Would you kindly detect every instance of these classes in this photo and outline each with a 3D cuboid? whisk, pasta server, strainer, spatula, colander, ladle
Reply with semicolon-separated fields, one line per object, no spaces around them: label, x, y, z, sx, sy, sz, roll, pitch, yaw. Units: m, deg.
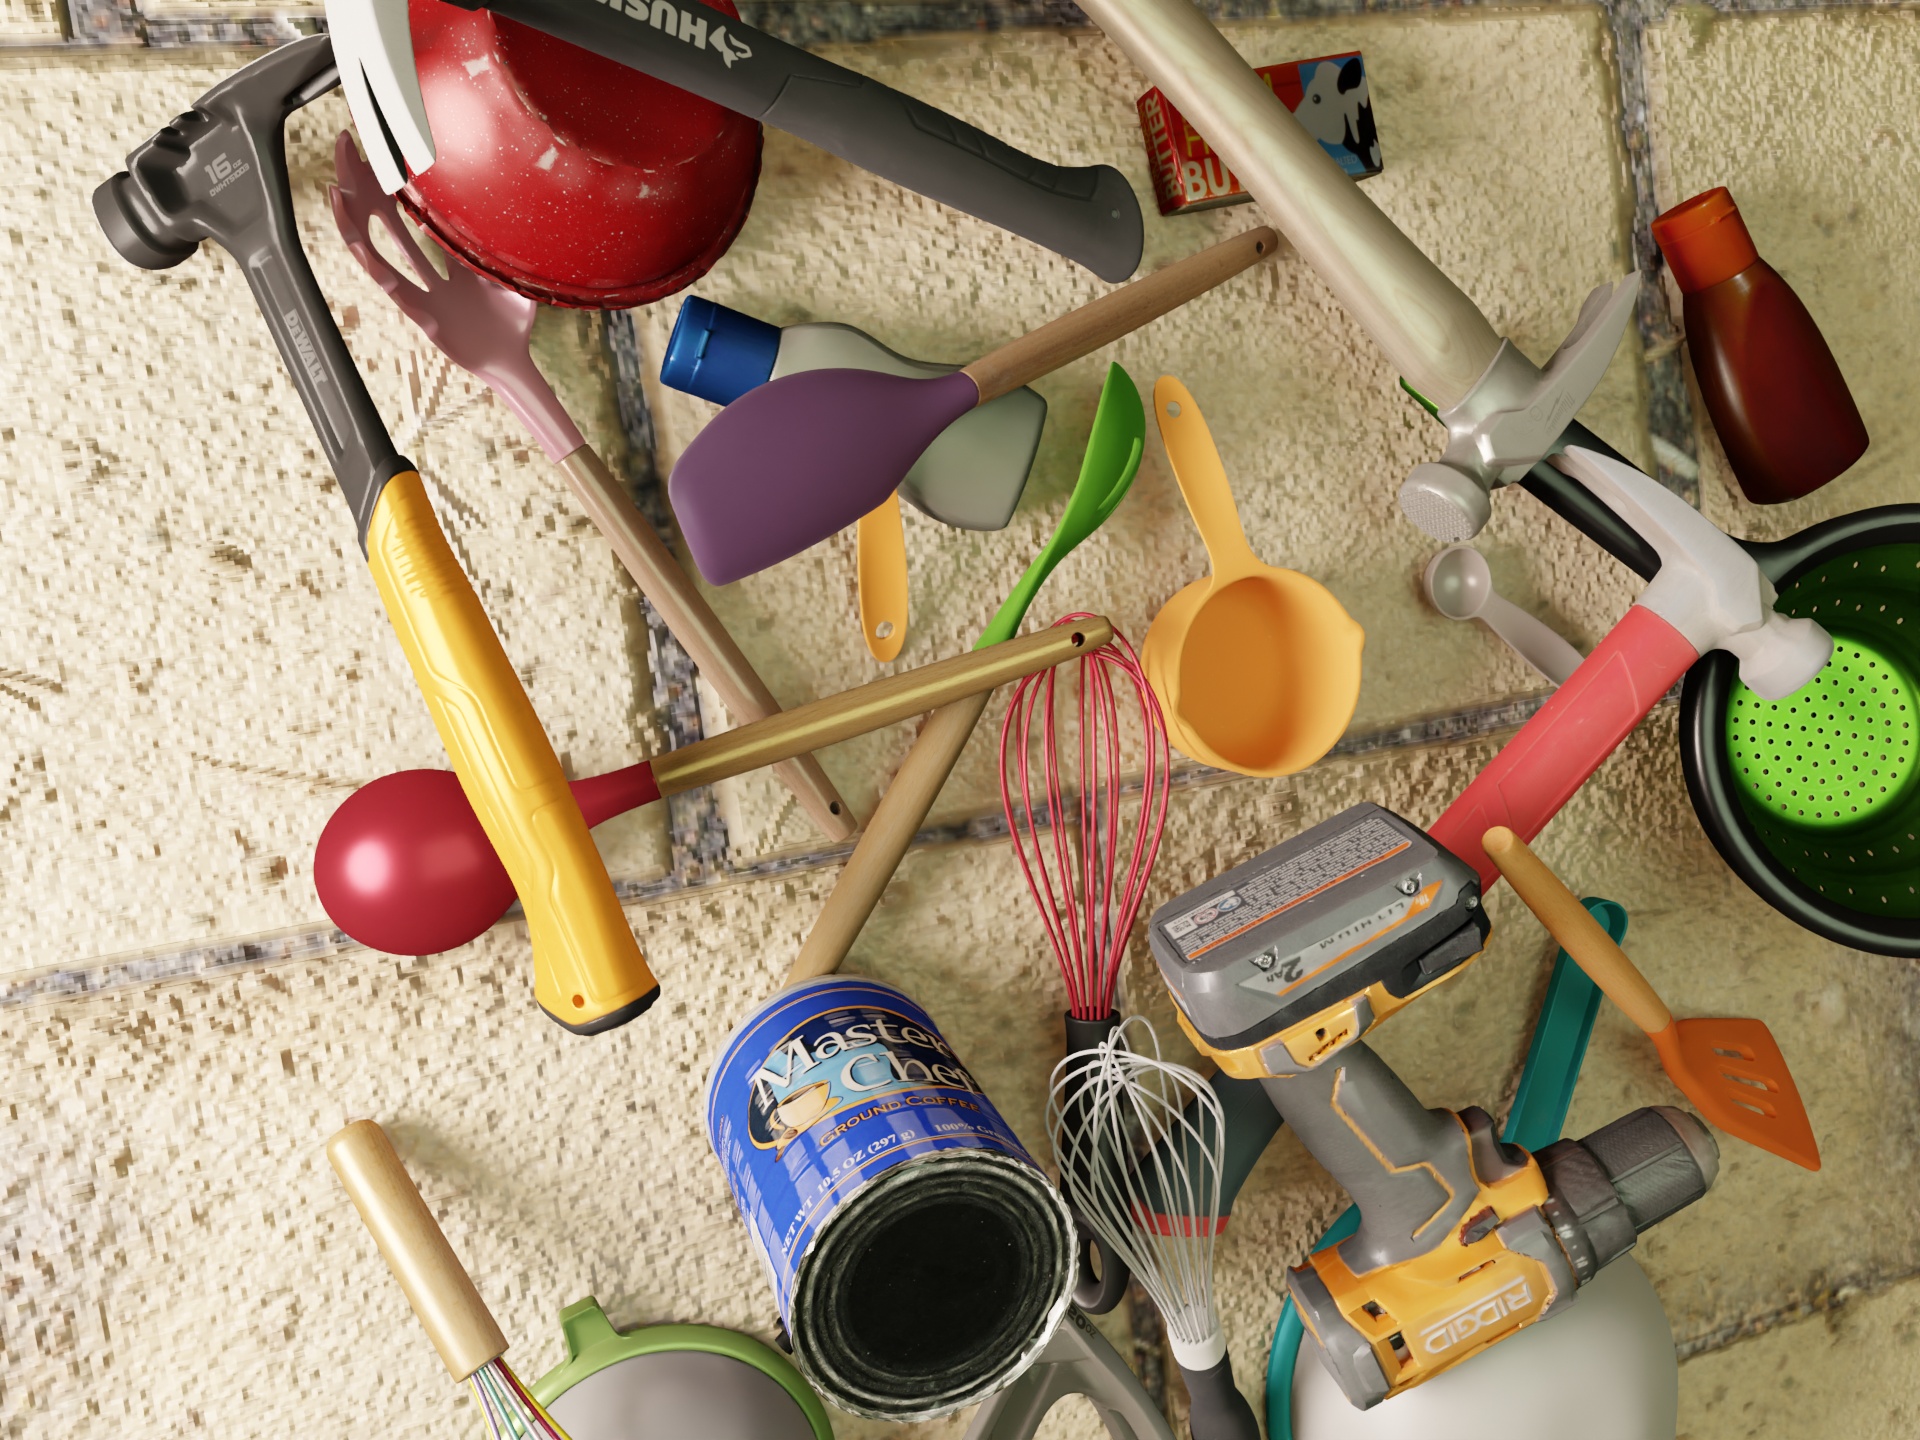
whisk;-0.162;0.251;0.566;0.047;0.051;0.245;-36;78;2
pasta server;-0.129;-0.080;0.604;0.060;0.040;0.316;-42;106;-29
whisk;0.054;0.103;0.661;0.073;0.073;0.296;-3;95;-18
strainer;-0.066;0.338;0.630;0.256;0.069;0.151;22;86;-17
strainer;0.271;0.251;0.725;0.211;0.095;0.340;17;89;-18
spatula;0.020;-0.140;0.617;0.316;0.018;0.059;-32;115;-31
colander;0.365;-0.045;0.755;0.397;0.094;0.204;38;90;2
whisk;0.090;0.232;0.646;0.070;0.070;0.284;-27;123;-15
spatula;0.307;0.119;0.701;0.322;0.041;0.081;39;36;-40
ladle;-0.089;0.015;0.599;0.315;0.031;0.069;-19;96;-8

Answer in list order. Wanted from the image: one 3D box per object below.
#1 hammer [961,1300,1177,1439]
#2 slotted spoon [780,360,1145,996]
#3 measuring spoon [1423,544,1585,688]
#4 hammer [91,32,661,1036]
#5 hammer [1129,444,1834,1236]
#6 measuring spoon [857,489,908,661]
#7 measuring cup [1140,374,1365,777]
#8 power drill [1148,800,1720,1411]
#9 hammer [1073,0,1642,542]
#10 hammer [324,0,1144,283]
hammer;-0.034;0.364;0.567;0.149;0.037;0.359;52;45;-13
slotted spoon;-0.001;-0.002;0.647;0.031;0.070;0.314;29;89;5
measuring spoon;0.260;-0.042;0.752;0.124;0.018;0.034;32;82;-24
hammer;-0.177;-0.052;0.538;0.127;0.034;0.337;-21;95;27
hammer;0.194;0.062;0.690;0.143;0.038;0.386;42;90;3
measuring spoon;-0.033;-0.074;0.627;0.021;0.011;0.116;-16;127;-19
measuring cup;0.106;-0.060;0.678;0.095;0.052;0.173;-23;98;-16
power drill;0.194;0.147;0.635;0.185;0.084;0.226;-27;107;-2
hammer;0.110;-0.262;0.649;0.410;0.038;0.146;42;78;-13
hammer;-0.056;-0.216;0.562;0.334;0.035;0.146;9;83;-41
